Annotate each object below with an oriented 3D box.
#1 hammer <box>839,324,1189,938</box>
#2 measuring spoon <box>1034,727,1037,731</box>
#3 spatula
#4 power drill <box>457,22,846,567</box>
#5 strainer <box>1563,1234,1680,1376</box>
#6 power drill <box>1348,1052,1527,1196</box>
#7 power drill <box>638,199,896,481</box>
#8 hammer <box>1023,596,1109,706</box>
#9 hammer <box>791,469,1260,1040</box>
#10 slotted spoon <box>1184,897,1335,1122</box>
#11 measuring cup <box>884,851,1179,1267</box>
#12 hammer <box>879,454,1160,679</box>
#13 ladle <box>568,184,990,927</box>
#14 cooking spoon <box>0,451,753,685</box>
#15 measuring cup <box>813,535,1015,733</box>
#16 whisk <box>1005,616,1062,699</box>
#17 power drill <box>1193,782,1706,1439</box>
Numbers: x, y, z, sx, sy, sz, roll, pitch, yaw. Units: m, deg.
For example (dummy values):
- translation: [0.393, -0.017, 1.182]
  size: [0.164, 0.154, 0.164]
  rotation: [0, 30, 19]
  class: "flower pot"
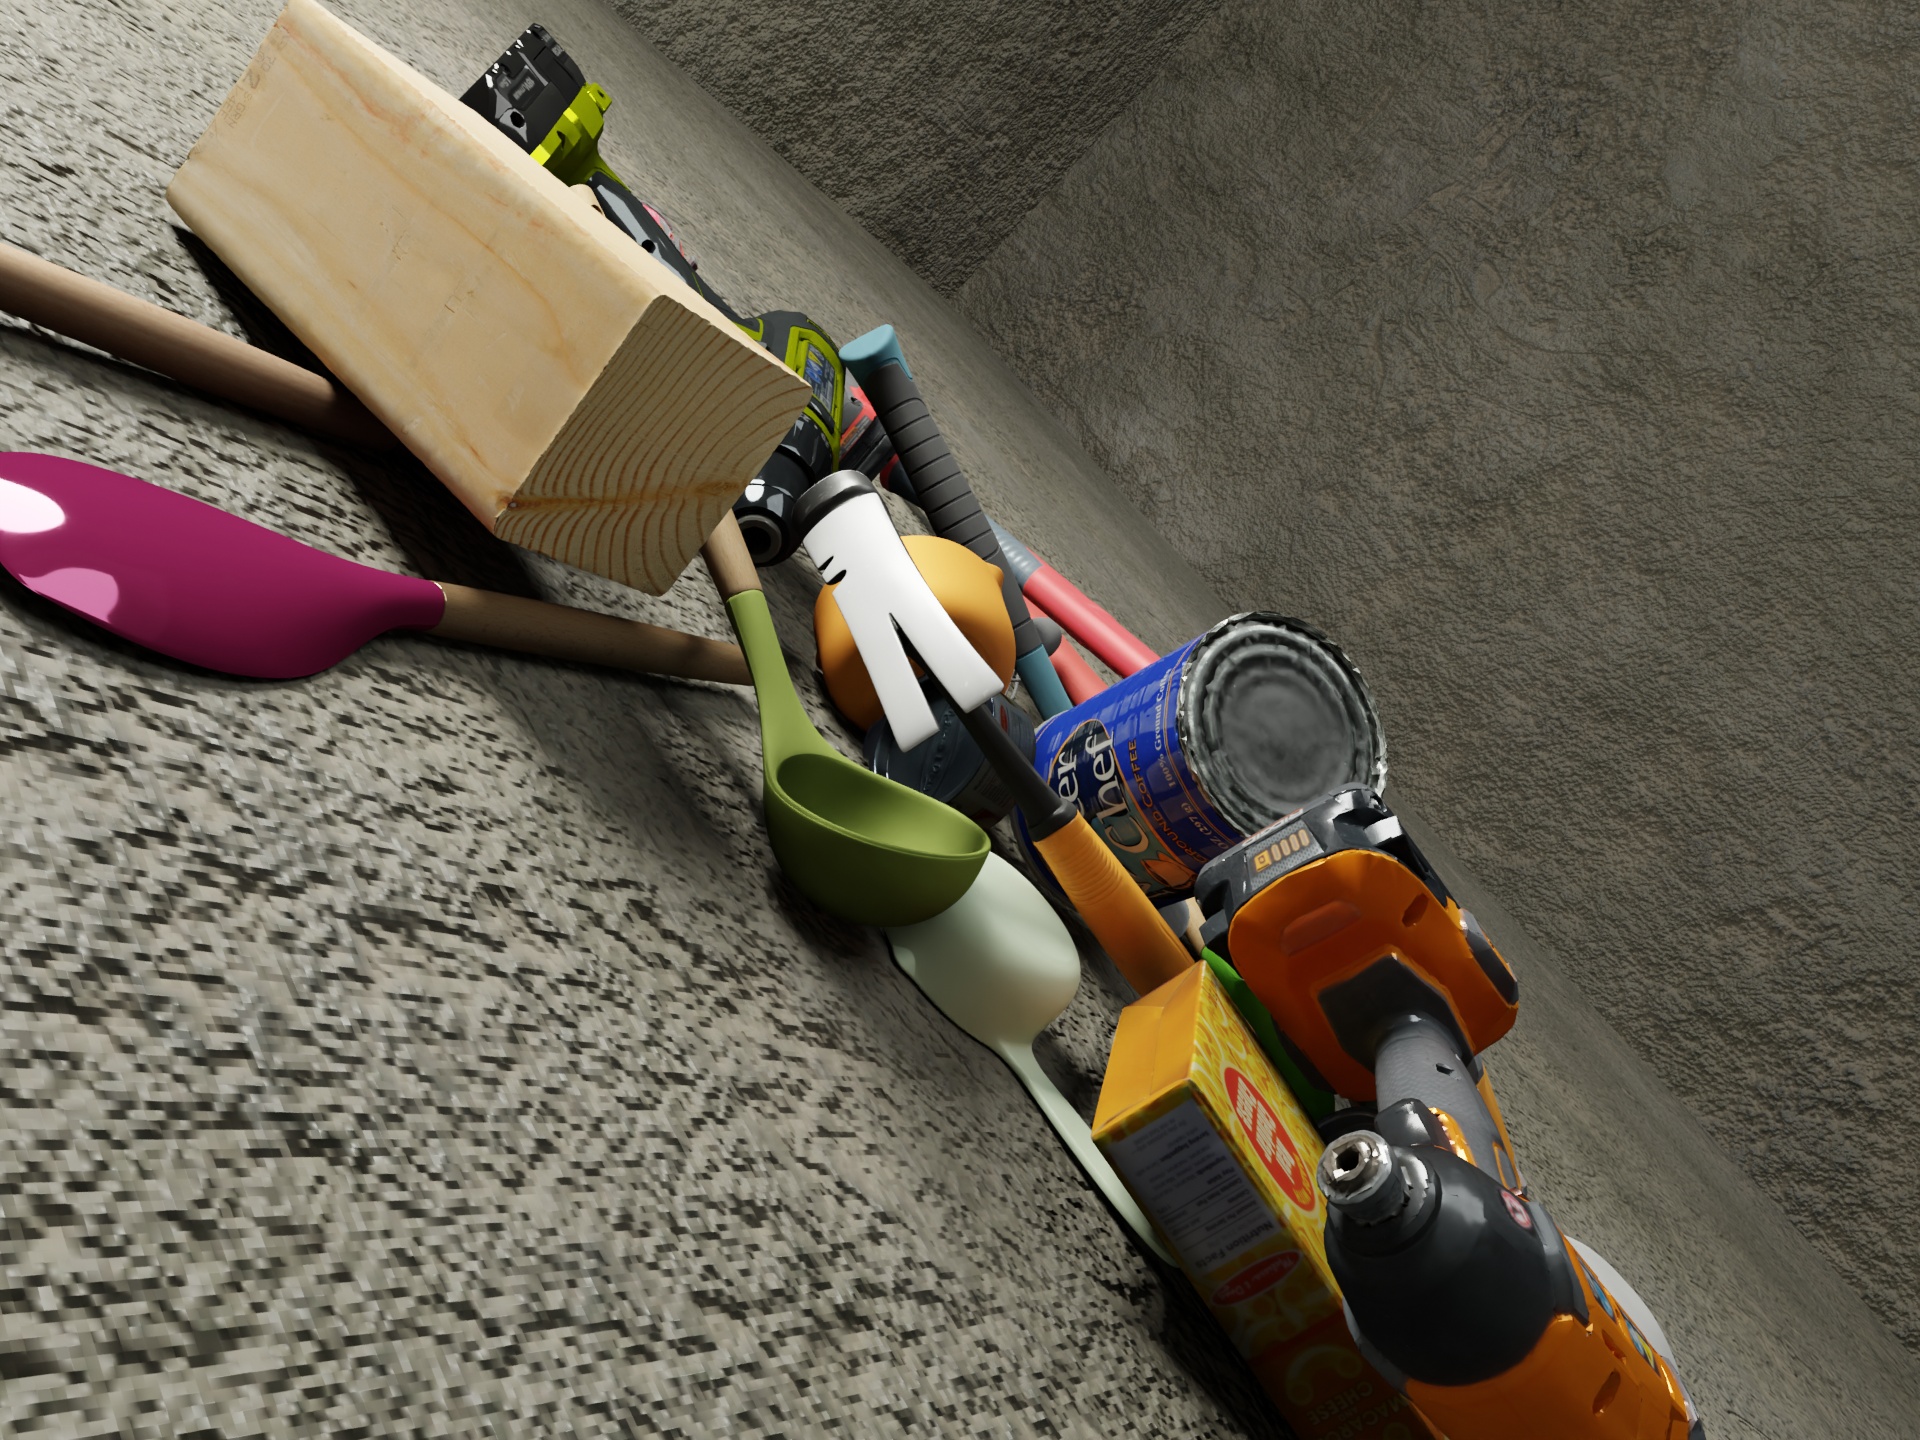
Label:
- translation: [0.027, -0.047, 0.803]
  size: [0.331, 0.033, 0.128]
  rotation: [62, 5, -5]
  class: "hammer"
- translation: [0.070, 0.044, 0.911]
  size: [0.124, 0.018, 0.034]
  rotation: [49, -10, 42]
  class: "measuring spoon"
- translation: [-0.204, -0.102, 0.510]
  size: [0.060, 0.018, 0.315]
  rotation: [46, 12, 22]
  class: "spatula"
- translation: [-0.139, -0.180, 0.707]
  size: [0.228, 0.080, 0.191]
  rotation: [44, 23, -27]
  class: "power drill"
- translation: [0.251, 0.271, 0.656]
  size: [0.151, 0.069, 0.256]
  rotation: [49, 12, 13]
  class: "strainer"
- translation: [0.185, 0.120, 0.757]
  size: [0.226, 0.084, 0.185]
  rotation: [-102, 169, -72]
  class: "power drill"
- translation: [-0.139, -0.233, 0.978]
  size: [0.219, 0.078, 0.143]
  rotation: [35, 16, -27]
  class: "power drill"
- translation: [0.016, -0.109, 1.148]
  size: [0.359, 0.036, 0.149]
  rotation: [53, 16, 31]
  class: "hammer"
- translation: [0.048, 0.055, 0.592]
  size: [0.336, 0.034, 0.127]
  rotation: [53, 5, -41]
  class: "hammer"
- translation: [0.126, 0.111, 0.835]
  size: [0.314, 0.031, 0.070]
  rotation: [-111, -170, -67]
  class: "slotted spoon"
- translation: [0.035, 0.109, 0.553]
  size: [0.168, 0.038, 0.083]
  rotation: [51, 15, 28]
  class: "measuring cup"
- translation: [0.065, -0.068, 0.949]
  size: [0.143, 0.038, 0.387]
  rotation: [30, 11, -44]
  class: "hammer"
- translation: [-0.078, -0.072, 0.566]
  size: [0.078, 0.062, 0.320]
  rotation: [3, 58, -55]
  class: "ladle"
- translation: [-0.144, -0.032, 0.481]
  size: [0.069, 0.017, 0.318]
  rotation: [51, 15, 18]
  class: "cooking spoon"
- translation: [-0.001, -0.002, 0.727]
  size: [0.173, 0.095, 0.052]
  rotation: [58, 9, -35]
  class: "measuring cup"
- translation: [0.031, -0.044, 0.962]
  size: [0.055, 0.055, 0.239]
  rotation: [46, 15, 4]
  class: "whisk"
- translation: [0.143, 0.121, 0.510]
  size: [0.164, 0.084, 0.227]
  rotation: [48, 19, -28]
  class: "power drill"
